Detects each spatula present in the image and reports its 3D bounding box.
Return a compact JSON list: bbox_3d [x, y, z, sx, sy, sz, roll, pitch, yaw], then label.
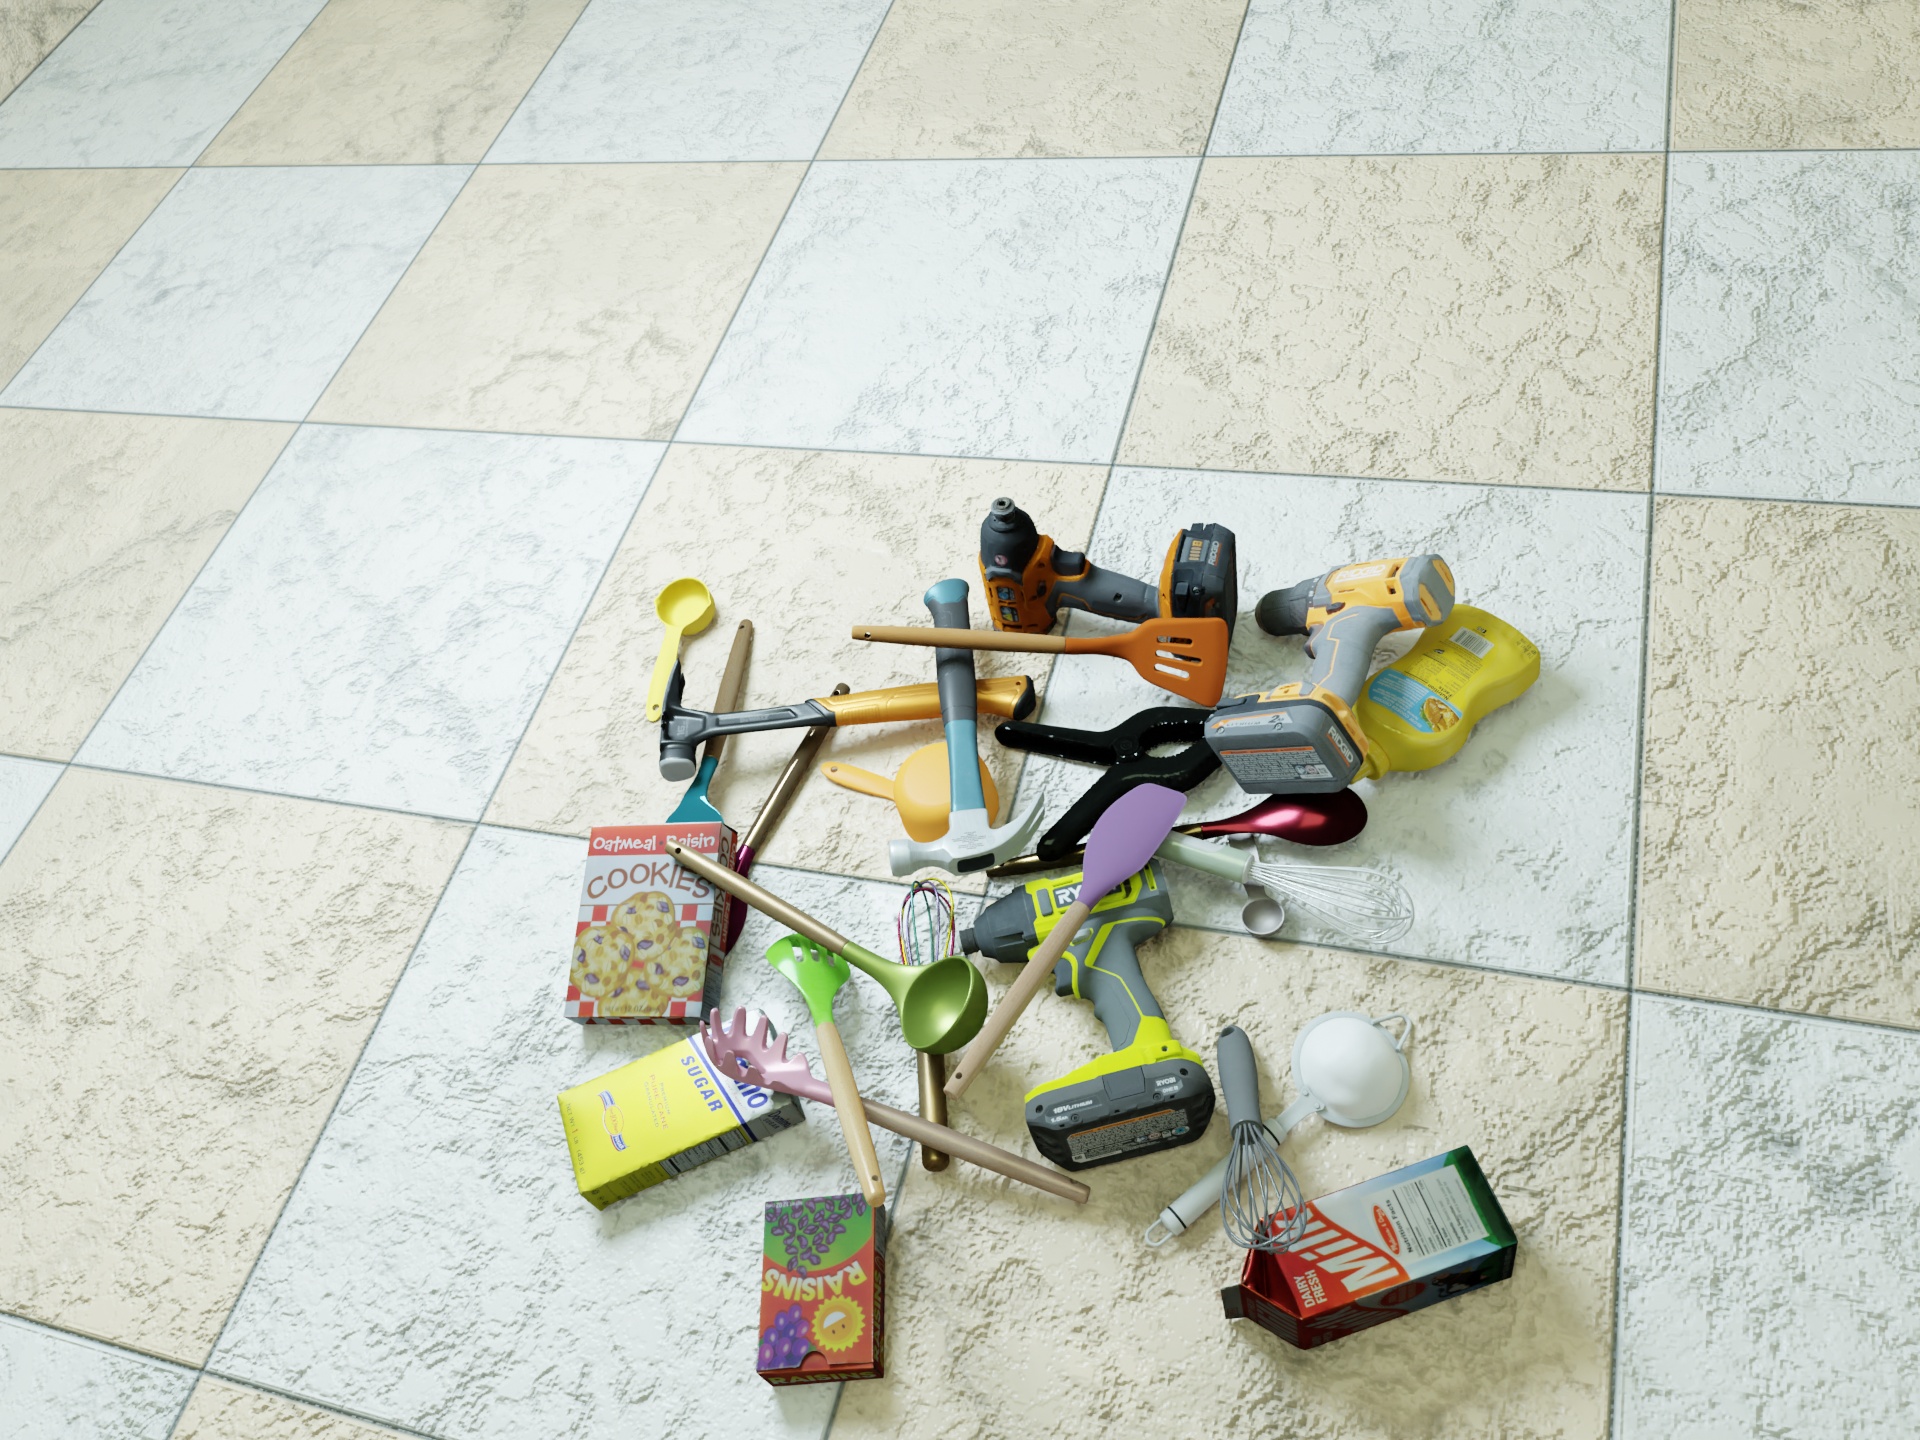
[{"bbox_3d":[-0.222,0.026,1.459,0.082,0.044,0.318,-10,45,18],"label":"spatula"},{"bbox_3d":[0.066,-0.064,1.370,0.322,0.081,0.041,4,21,1],"label":"spatula"},{"bbox_3d":[0.077,0.160,1.208,0.060,0.018,0.316,16,53,33],"label":"spatula"}]

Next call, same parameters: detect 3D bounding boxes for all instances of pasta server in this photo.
[{"bbox_3d":[-0.052,0.289,1.181,0.316,0.040,0.060,18,21,14],"label":"pasta server"}]

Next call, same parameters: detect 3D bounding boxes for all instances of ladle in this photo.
[{"bbox_3d":[-0.115,0.165,1.250,0.320,0.062,0.078,26,78,24],"label":"ladle"},{"bbox_3d":[0.173,0.095,1.305,0.315,0.031,0.069,-12,44,11],"label":"ladle"}]

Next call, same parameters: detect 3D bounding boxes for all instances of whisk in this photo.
[{"bbox_3d":[-0.023,0.231,1.251,0.047,0.051,0.245,-6,56,3],"label":"whisk"},{"bbox_3d":[0.233,0.118,1.243,0.246,0.059,0.058,17,23,23],"label":"whisk"},{"bbox_3d":[0.200,0.281,1.099,0.055,0.055,0.239,-9,23,7],"label":"whisk"}]

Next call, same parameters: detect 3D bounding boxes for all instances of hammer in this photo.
[{"bbox_3d":[-0.002,-0.004,1.364,0.128,0.033,0.331,-5,46,0],"label":"hammer"},{"bbox_3d":[-0.101,-0.015,1.430,0.337,0.034,0.127,-5,48,0],"label":"hammer"}]

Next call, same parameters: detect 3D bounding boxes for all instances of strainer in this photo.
[{"bbox_3d":[0.233,0.291,1.144,0.258,0.050,0.087,-38,69,-10],"label":"strainer"}]

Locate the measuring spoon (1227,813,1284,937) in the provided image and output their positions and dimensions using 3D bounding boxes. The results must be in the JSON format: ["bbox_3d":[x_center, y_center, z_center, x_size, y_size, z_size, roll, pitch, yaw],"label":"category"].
[{"bbox_3d":[0.235,0.126,1.284,0.034,0.018,0.124,-14,45,7],"label":"measuring spoon"}]

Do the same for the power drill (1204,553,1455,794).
[{"bbox_3d":[0.288,-0.044,1.319,0.185,0.084,0.226,-5,42,51],"label":"power drill"}]

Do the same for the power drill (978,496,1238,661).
[{"bbox_3d":[0.125,-0.129,1.405,0.226,0.164,0.084,7,57,17],"label":"power drill"}]

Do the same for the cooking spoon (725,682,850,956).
[{"bbox_3d":[-0.176,0.093,1.407,0.069,0.017,0.319,16,60,24],"label":"cooking spoon"}]

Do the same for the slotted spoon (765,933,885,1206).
[{"bbox_3d":[-0.093,0.247,1.188,0.070,0.031,0.314,10,24,-21],"label":"slotted spoon"}]

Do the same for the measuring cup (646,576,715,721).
[{"bbox_3d":[-0.278,-0.066,1.554,0.062,0.029,0.157,3,67,17],"label":"measuring cup"}]

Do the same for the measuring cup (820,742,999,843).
[{"bbox_3d":[-0.052,0.051,1.384,0.174,0.052,0.095,16,60,22],"label":"measuring cup"}]

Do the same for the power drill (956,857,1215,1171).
[{"bbox_3d":[0.094,0.218,1.212,0.171,0.080,0.223,-15,48,3],"label":"power drill"}]
